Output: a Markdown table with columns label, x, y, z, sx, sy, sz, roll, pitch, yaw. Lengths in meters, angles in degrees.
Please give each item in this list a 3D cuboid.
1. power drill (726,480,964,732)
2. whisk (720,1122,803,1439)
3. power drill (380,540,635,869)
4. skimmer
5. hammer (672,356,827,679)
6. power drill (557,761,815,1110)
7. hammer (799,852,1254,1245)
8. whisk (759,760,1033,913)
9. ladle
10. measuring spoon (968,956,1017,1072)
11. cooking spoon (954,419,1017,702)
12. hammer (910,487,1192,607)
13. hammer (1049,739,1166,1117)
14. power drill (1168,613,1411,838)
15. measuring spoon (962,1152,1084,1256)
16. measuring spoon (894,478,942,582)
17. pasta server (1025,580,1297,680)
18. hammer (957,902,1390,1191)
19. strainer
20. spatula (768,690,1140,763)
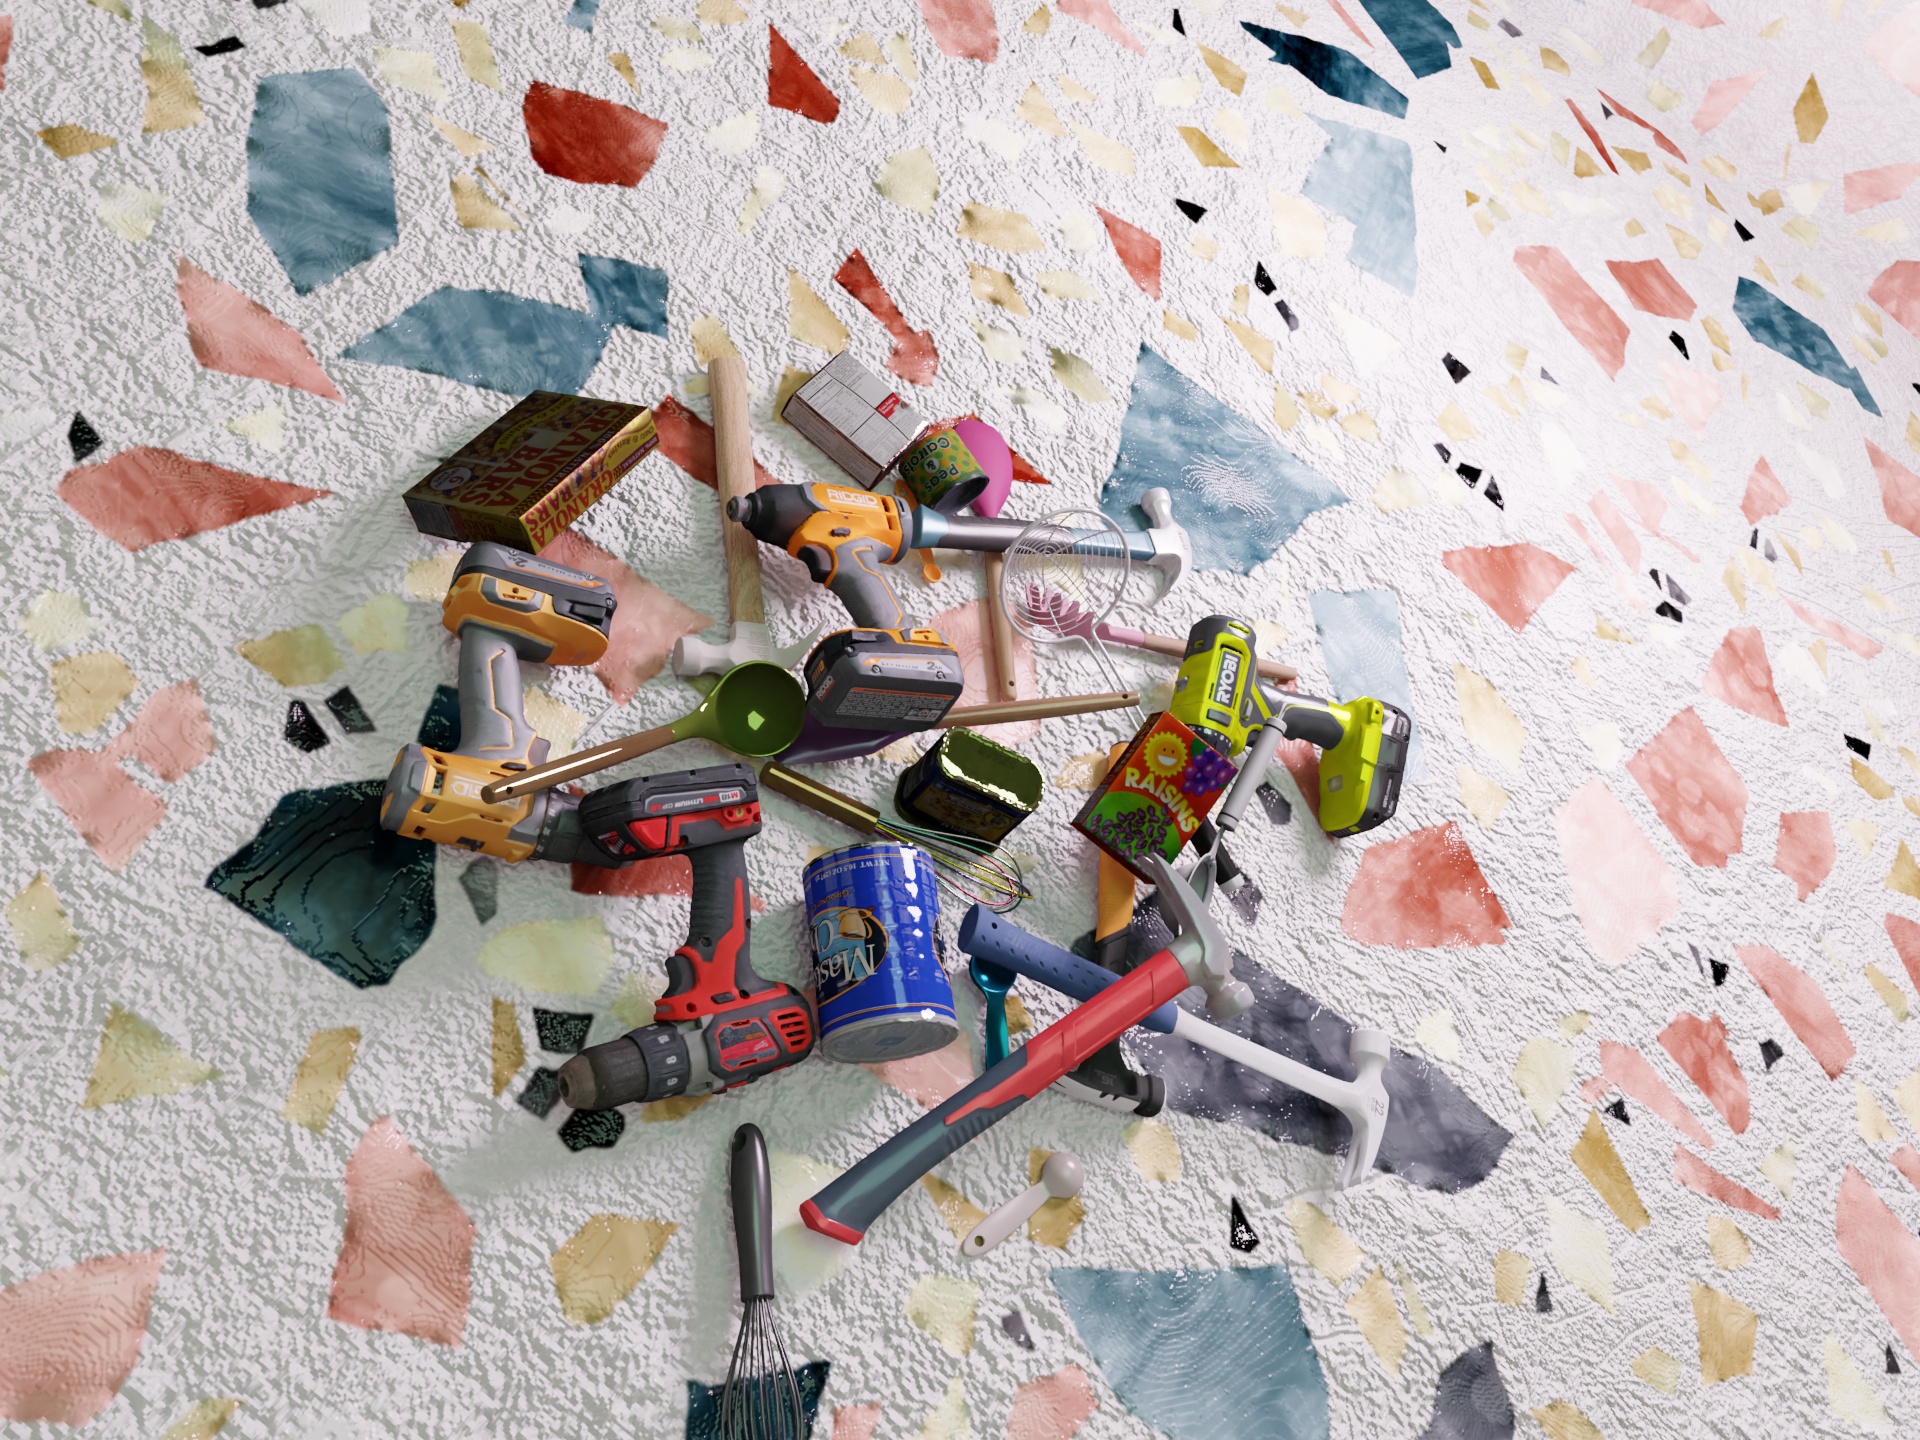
| label | x | y | z | sx | sy | sz | roll | pitch | yaw |
| --- | --- | --- | --- | --- | --- | --- | --- | --- | --- |
| power drill | -0.098 | -0.104 | 1.302 | 0.164 | 0.084 | 0.227 | 4 | 51 | -33 |
| whisk | -0.138 | 0.387 | 1.067 | 0.055 | 0.055 | 0.239 | 9 | 54 | -25 |
| power drill | -0.312 | -0.001 | 1.176 | 0.185 | 0.084 | 0.226 | 18 | 60 | -25 |
| skimmer | 0.155 | -0.012 | 1.381 | 0.127 | 0.090 | 0.363 | -29 | 87 | -9 |
| hammer | -0.189 | -0.178 | 1.375 | 0.130 | 0.031 | 0.332 | 6 | 60 | -26 |
| power drill | -0.205 | 0.153 | 1.113 | 0.187 | 0.080 | 0.227 | -8 | 84 | -39 |
| hammer | 0.040 | 0.249 | 1.183 | 0.386 | 0.038 | 0.143 | -30 | 87 | -23 |
| whisk | -0.051 | 0.094 | 1.292 | 0.245 | 0.051 | 0.047 | 26 | 32 | -8 |
| ladle | -0.222 | 0.016 | 1.162 | 0.320 | 0.062 | 0.078 | -23 | 107 | -59 |
| measuring spoon | 0.024 | 0.241 | 1.261 | 0.042 | 0.021 | 0.129 | 9 | 68 | -26 |
| cooking spoon | 0.031 | -0.157 | 1.492 | 0.068 | 0.017 | 0.319 | 8 | 59 | -23 |
| hammer | 0.090 | -0.173 | 1.508 | 0.330 | 0.033 | 0.128 | 0 | 62 | -35 |
| hammer | 0.124 | 0.160 | 1.349 | 0.127 | 0.034 | 0.337 | 22 | 54 | -18 |
| power drill | 0.297 | 0.026 | 1.488 | 0.228 | 0.080 | 0.191 | 21 | 70 | -15 |
| measuring spoon | 0.049 | 0.365 | 1.196 | 0.124 | 0.018 | 0.034 | -27 | 78 | -36 |
| measuring spoon | -0.042 | -0.174 | 1.470 | 0.021 | 0.011 | 0.117 | 1 | 59 | -37 |
| pasta server | 0.198 | -0.080 | 1.527 | 0.316 | 0.060 | 0.040 | 11 | 101 | -26 |
| hammer | 0.180 | 0.250 | 1.283 | 0.405 | 0.035 | 0.144 | 26 | 53 | -16 |
| strainer | 0.223 | 0.094 | 1.363 | 0.050 | 0.086 | 0.258 | 22 | 73 | 27 |
| spatula | -0.002 | -0.004 | 1.330 | 0.316 | 0.018 | 0.060 | -6 | 64 | -11 |
